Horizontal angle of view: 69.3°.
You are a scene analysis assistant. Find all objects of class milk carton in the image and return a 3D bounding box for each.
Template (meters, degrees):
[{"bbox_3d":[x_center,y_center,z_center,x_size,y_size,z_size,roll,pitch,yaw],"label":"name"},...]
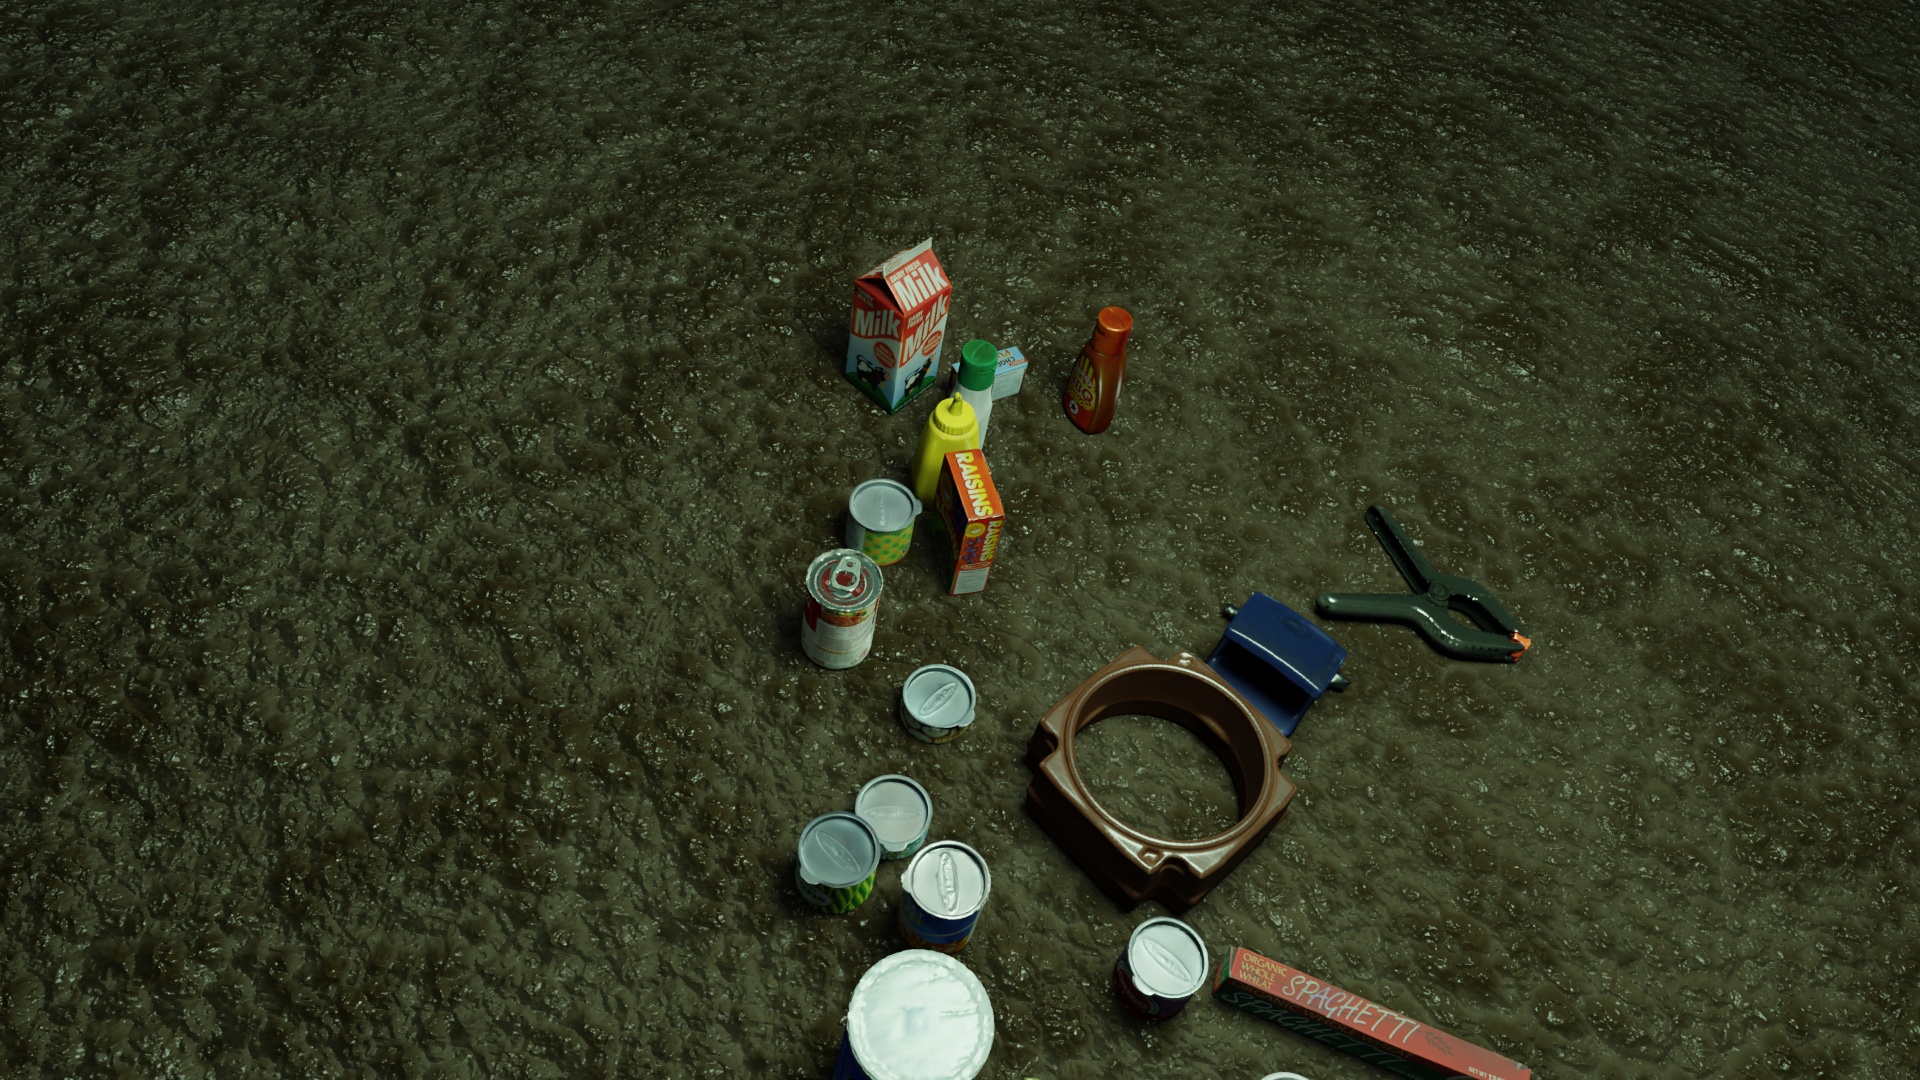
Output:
[{"bbox_3d":[-0.064,-0.228,1.443,0.073,0.189,0.073,39,56,19],"label":"milk carton"}]

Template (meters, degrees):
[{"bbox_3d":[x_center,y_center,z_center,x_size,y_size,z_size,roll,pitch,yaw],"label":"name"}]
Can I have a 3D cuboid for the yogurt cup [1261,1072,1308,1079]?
[{"bbox_3d":[0.246,0.449,1.063,0.072,0.053,0.073,5,52,-7],"label":"yogurt cup"}]

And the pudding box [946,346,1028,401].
[{"bbox_3d":[0.029,-0.176,1.509,0.084,0.049,0.030,-20,59,-24],"label":"pudding box"}]

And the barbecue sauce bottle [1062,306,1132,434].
[{"bbox_3d":[0.148,-0.183,1.474,0.044,0.147,0.065,-19,58,-23],"label":"barbecue sauce bottle"}]

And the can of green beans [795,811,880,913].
[{"bbox_3d":[-0.102,0.265,1.139,0.071,0.057,0.071,5,52,-7],"label":"can of green beans"}]

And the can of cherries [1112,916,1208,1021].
[{"bbox_3d":[0.159,0.348,1.122,0.071,0.058,0.072,5,52,-7],"label":"can of cherries"}]

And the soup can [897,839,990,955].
[{"bbox_3d":[-0.017,0.289,1.119,0.071,0.083,0.072,5,52,-7],"label":"soup can"}]

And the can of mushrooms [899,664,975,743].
[{"bbox_3d":[-0.019,0.150,1.258,0.071,0.033,0.071,5,52,-7],"label":"can of mushrooms"}]

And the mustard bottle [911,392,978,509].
[{"bbox_3d":[-0.010,-0.093,1.368,0.065,0.159,0.049,0,53,-10],"label":"mustard bottle"}]

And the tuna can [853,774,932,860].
[{"bbox_3d":[-0.058,0.238,1.183,0.071,0.032,0.071,5,52,-7],"label":"tuna can"}]

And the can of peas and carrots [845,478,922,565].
[{"bbox_3d":[-0.076,-0.017,1.361,0.071,0.058,0.071,5,52,-7],"label":"can of peas and carrots"}]

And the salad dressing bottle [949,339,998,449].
[{"bbox_3d":[0.010,-0.141,1.416,0.044,0.146,0.064,27,53,10],"label":"salad dressing bottle"}]

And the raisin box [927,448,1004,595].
[{"bbox_3d":[0.005,-0.017,1.335,0.040,0.122,0.086,-7,54,-16],"label":"raisin box"}]

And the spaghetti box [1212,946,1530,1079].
[{"bbox_3d":[0.328,0.396,1.122,0.250,0.049,0.029,21,52,6],"label":"spaghetti box"}]
